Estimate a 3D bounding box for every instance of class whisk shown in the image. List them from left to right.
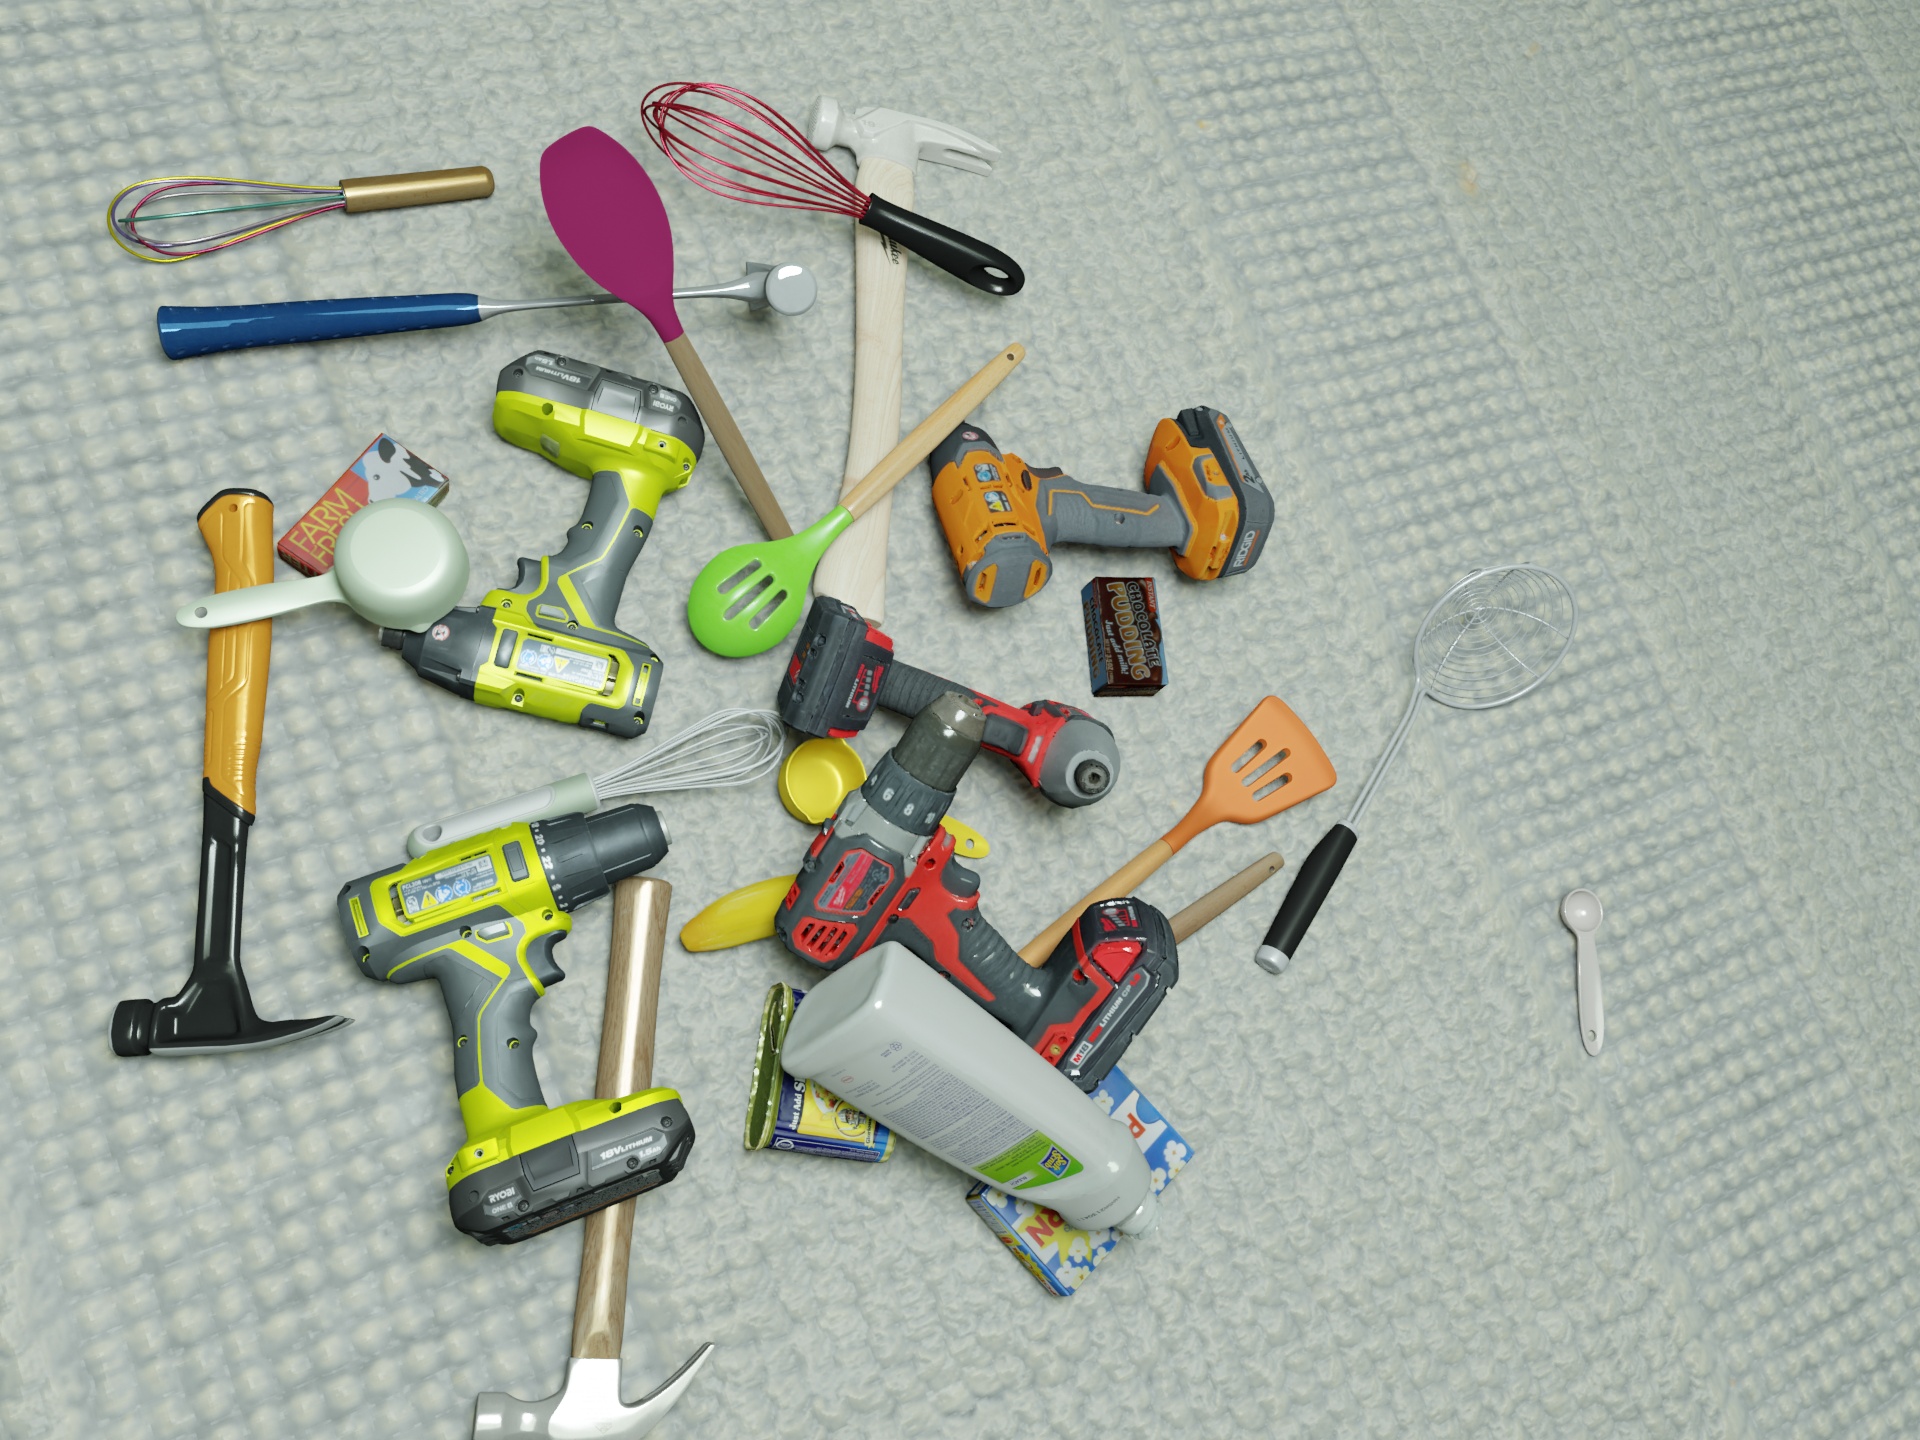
[{"bbox_3d":[-0.433,-0.342,1.057,0.245,0.051,0.047,-16,100,-26],"label":"whisk"},{"bbox_3d":[-0.224,0.041,1.001,0.246,0.059,0.058,-19,53,-17],"label":"whisk"},{"bbox_3d":[-0.085,-0.370,1.123,0.295,0.073,0.073,21,69,-19],"label":"whisk"}]

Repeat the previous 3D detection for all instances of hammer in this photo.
[{"bbox_3d":[-0.419,0.023,0.931,0.127,0.034,0.337,-3,75,-3],"label":"hammer"},{"bbox_3d":[-0.304,-0.271,1.045,0.405,0.144,0.035,-7,108,-11],"label":"hammer"},{"bbox_3d":[-0.203,0.258,0.949,0.130,0.031,0.331,8,71,-15],"label":"hammer"},{"bbox_3d":[-0.051,-0.261,1.153,0.146,0.038,0.411,8,72,-17],"label":"hammer"}]

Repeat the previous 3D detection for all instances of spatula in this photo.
[{"bbox_3d":[0.104,0.169,1.078,0.316,0.018,0.059,-29,111,-24],"label":"spatula"},{"bbox_3d":[0.128,0.099,1.095,0.322,0.041,0.081,-35,88,-26],"label":"spatula"}]

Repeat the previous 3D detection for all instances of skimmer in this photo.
[{"bbox_3d":[0.332,0.036,1.156,0.363,0.090,0.127,-55,126,-21],"label":"skimmer"}]

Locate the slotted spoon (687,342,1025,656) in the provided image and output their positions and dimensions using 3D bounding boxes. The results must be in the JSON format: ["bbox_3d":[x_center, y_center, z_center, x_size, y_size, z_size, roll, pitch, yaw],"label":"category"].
[{"bbox_3d":[-0.062,-0.159,1.082,0.070,0.031,0.314,47,72,-7],"label":"slotted spoon"}]

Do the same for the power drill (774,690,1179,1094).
[{"bbox_3d":[0.023,0.105,0.969,0.226,0.080,0.188,31,105,-10],"label":"power drill"}]

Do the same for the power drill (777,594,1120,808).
[{"bbox_3d":[-0.002,-0.003,1.029,0.219,0.143,0.078,20,97,-12],"label":"power drill"}]

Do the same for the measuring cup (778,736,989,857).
[{"bbox_3d":[-0.051,0.061,1.067,0.156,0.029,0.062,26,67,-22],"label":"measuring cup"}]

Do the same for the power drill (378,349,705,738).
[{"bbox_3d":[-0.261,-0.114,1.021,0.171,0.080,0.223,15,73,-13],"label":"power drill"}]

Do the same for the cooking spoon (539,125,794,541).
[{"bbox_3d":[-0.172,-0.223,1.017,0.069,0.017,0.318,-38,122,-17],"label":"cooking spoon"}]

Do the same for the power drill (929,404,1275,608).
[{"bbox_3d":[0.091,-0.165,1.137,0.226,0.084,0.164,-7,53,-17],"label":"power drill"}]

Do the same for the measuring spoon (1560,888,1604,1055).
[{"bbox_3d":[0.468,0.189,1.198,0.034,0.018,0.124,2,80,-17],"label":"measuring spoon"}]

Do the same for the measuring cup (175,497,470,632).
[{"bbox_3d":[-0.374,-0.084,0.933,0.167,0.038,0.083,-16,78,-18],"label":"measuring cup"}]

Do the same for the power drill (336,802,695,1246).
[{"bbox_3d":[-0.236,0.164,0.919,0.190,0.080,0.229,-19,69,-13],"label":"power drill"}]
